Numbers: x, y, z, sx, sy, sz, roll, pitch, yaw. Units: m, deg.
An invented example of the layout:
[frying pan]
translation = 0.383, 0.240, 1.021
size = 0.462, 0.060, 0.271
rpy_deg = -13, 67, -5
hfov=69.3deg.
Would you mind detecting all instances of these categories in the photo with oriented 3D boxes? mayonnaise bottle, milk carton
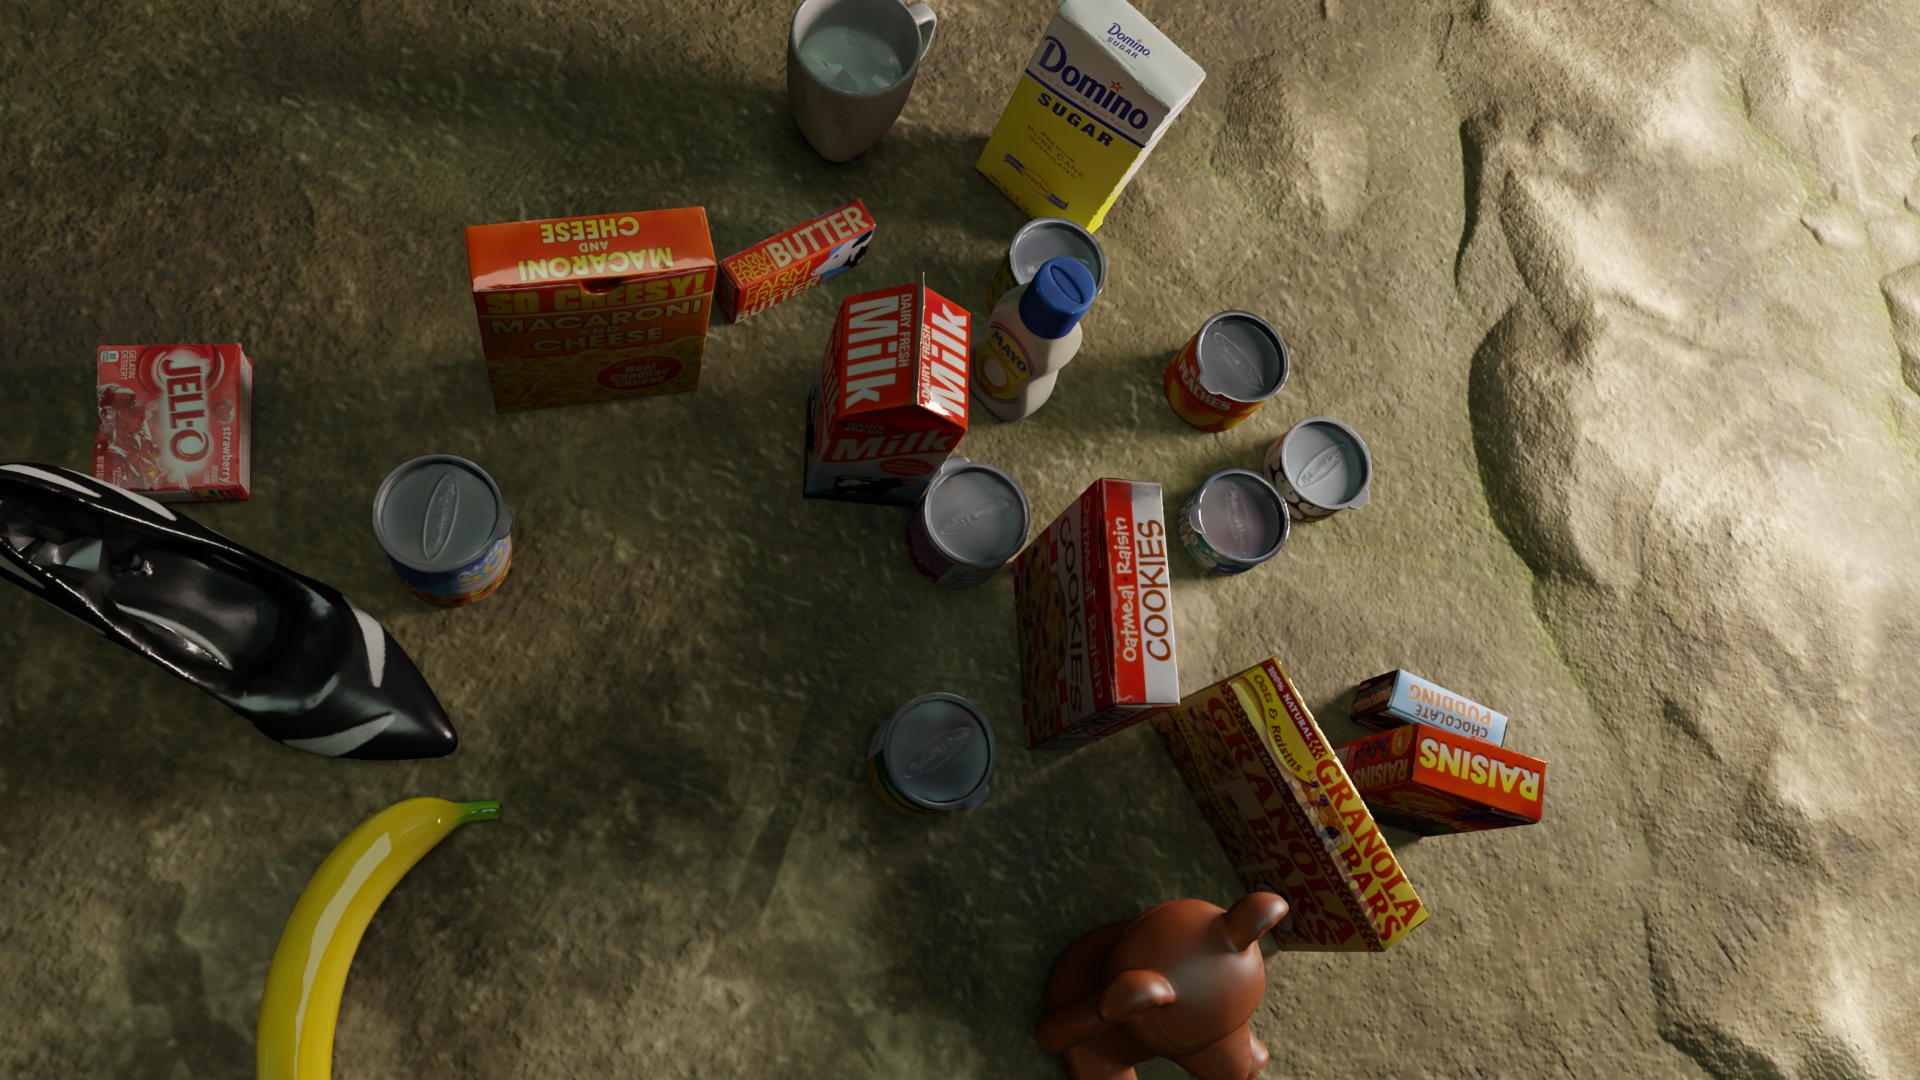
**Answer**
[mayonnaise bottle]
translation = 0.042, -0.125, 0.854
size = 0.041, 0.147, 0.065
rpy_deg = -38, 86, -21
[milk carton]
translation = -0.042, -0.081, 0.796
size = 0.073, 0.190, 0.072
rpy_deg = 5, 73, -13

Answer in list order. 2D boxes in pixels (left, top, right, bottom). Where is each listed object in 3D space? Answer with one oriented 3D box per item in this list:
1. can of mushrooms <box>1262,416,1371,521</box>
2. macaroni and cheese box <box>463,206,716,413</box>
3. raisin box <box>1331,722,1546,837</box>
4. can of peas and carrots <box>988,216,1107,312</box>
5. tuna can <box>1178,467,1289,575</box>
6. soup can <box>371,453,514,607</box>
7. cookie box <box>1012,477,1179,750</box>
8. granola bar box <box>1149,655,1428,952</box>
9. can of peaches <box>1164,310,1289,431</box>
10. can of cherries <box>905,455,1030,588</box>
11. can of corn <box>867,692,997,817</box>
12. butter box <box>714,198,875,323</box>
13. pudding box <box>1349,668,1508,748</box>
[can of mushrooms]
translation = 0.243, -0.046, 0.942
size = 0.071, 0.033, 0.071
rpy_deg = 4, 73, -13
[macaroni and cheese box]
translation = -0.206, -0.125, 0.781
size = 0.124, 0.166, 0.040
rpy_deg = -9, 76, -17
[raisin box]
translation = 0.281, 0.148, 0.844
size = 0.086, 0.123, 0.040
rpy_deg = 18, 70, -8
[can of peas and carrots]
translation = 0.057, -0.169, 0.919
size = 0.071, 0.058, 0.071
rpy_deg = 4, 73, -13
[tuna can]
translation = 0.177, -0.012, 0.915
size = 0.071, 0.032, 0.071
rpy_deg = 4, 73, -13
[soup can]
translation = -0.282, -0.003, 0.769
size = 0.071, 0.083, 0.071
rpy_deg = 4, 73, -13
[cookie box]
translation = 0.073, 0.048, 0.798
size = 0.040, 0.167, 0.123
rpy_deg = 1, 74, -14
[granola bar box]
translation = 0.188, 0.158, 0.817
size = 0.039, 0.123, 0.165
rpy_deg = -26, 81, -20
[can of peaches]
translation = 0.176, -0.111, 0.932
size = 0.071, 0.058, 0.071
rpy_deg = 4, 73, -13
[can of cherries]
translation = 0.003, -0.011, 0.857
size = 0.071, 0.058, 0.071
rpy_deg = 4, 73, -13
[can of corn]
translation = -0.016, 0.128, 0.809
size = 0.071, 0.058, 0.071
rpy_deg = 4, 73, -13
[butter box]
translation = -0.105, -0.177, 0.883
size = 0.104, 0.053, 0.024
rpy_deg = -30, 83, -20
[pudding box]
translation = 0.303, 0.115, 0.899
size = 0.084, 0.049, 0.030
rpy_deg = 24, 70, -6
